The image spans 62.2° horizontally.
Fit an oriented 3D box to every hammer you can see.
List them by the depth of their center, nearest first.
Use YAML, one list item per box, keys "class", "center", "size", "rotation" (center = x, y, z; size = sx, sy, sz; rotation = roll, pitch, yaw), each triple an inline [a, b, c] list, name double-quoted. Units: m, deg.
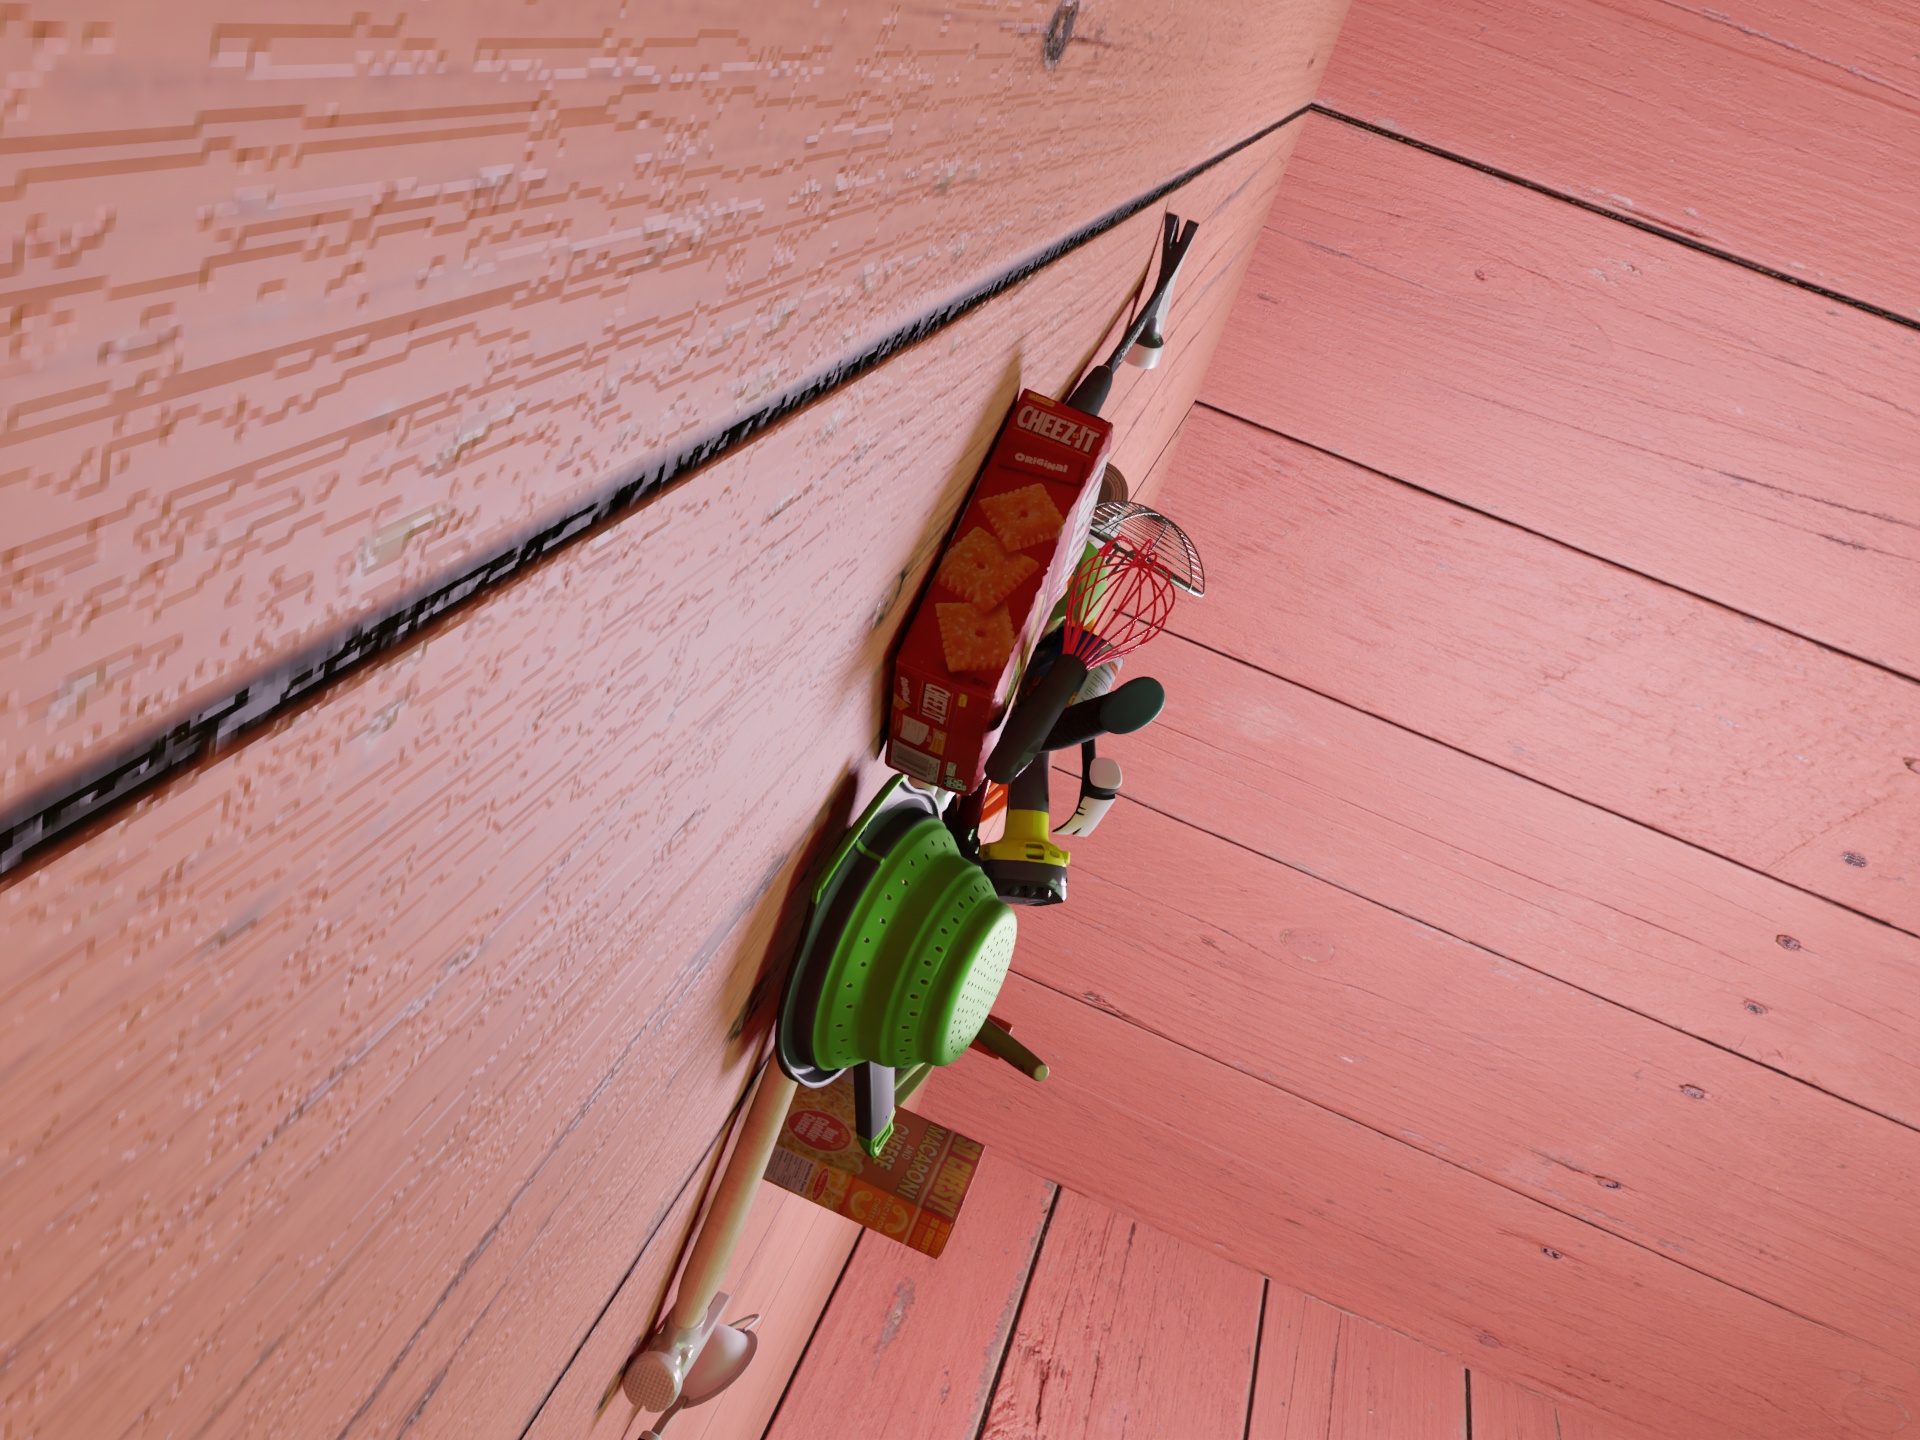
- class: "hammer"
  center: [-0.130, 0.264, 1.098]
  size: [0.146, 0.038, 0.410]
  rotation: [-41, 153, -80]
- class: "hammer"
  center: [0.063, 0.012, 1.165]
  size: [0.128, 0.033, 0.331]
  rotation: [-37, -175, -19]
- class: "hammer"
  center: [0.120, -0.284, 1.286]
  size: [0.409, 0.036, 0.149]
  rotation: [-60, 169, -50]
- class: "hammer"
  center: [0.039, -0.047, 1.360]
  size: [0.143, 0.038, 0.386]
  rotation: [-92, -166, -59]
- class: "hammer"
  center: [0.119, -0.055, 1.542]
  size: [0.127, 0.034, 0.337]
  rotation: [114, -20, -58]

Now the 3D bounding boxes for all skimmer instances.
- class: "skimmer"
  center: [0.101, -0.090, 1.422]
  size: [0.090, 0.127, 0.363]
  rotation: [-66, -171, -29]

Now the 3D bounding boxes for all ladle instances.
- class: "ladle"
  center: [-0.005, 0.204, 1.189]
  size: [0.320, 0.062, 0.078]
  rotation: [20, -61, 63]

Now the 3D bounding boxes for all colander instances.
- class: "colander"
  center: [-0.028, 0.208, 1.077]
  size: [0.205, 0.094, 0.396]
  rotation: [-54, 158, -37]

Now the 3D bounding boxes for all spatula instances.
- class: "spatula"
  center: [-0.010, 0.175, 1.770]
  size: [0.322, 0.041, 0.081]
  rotation: [-67, -151, 26]

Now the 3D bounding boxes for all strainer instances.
- class: "strainer"
  center: [-0.230, 0.537, 1.200]
  size: [0.087, 0.050, 0.258]
  rotation: [-16, -156, 36]
- class: "strainer"
  center: [-0.103, 0.365, 1.521]
  size: [0.151, 0.069, 0.256]
  rotation: [-40, 166, -30]

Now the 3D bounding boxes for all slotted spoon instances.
- class: "slotted spoon"
  center: [0.076, -0.088, 1.374]
  size: [0.313, 0.031, 0.070]
  rotation: [140, -46, -75]

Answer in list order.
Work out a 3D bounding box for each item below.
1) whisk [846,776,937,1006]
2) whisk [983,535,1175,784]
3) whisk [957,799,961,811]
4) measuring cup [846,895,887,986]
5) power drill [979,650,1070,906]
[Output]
- class: "whisk"
  center: [-0.051, 0.109, 1.179]
  size: [0.058, 0.059, 0.246]
  rotation: [-15, -134, 50]
- class: "whisk"
  center: [0.079, -0.042, 1.041]
  size: [0.296, 0.073, 0.073]
  rotation: [-52, 164, -51]
- class: "whisk"
  center: [-0.025, 0.150, 1.614]
  size: [0.047, 0.051, 0.245]
  rotation: [-47, -170, 31]
- class: "measuring cup"
  center: [-0.069, 0.152, 1.233]
  size: [0.083, 0.038, 0.168]
  rotation: [-40, -146, 41]
- class: "power drill"
  center: [0.056, 0.059, 1.497]
  size: [0.171, 0.080, 0.223]
  rotation: [145, -49, -74]
